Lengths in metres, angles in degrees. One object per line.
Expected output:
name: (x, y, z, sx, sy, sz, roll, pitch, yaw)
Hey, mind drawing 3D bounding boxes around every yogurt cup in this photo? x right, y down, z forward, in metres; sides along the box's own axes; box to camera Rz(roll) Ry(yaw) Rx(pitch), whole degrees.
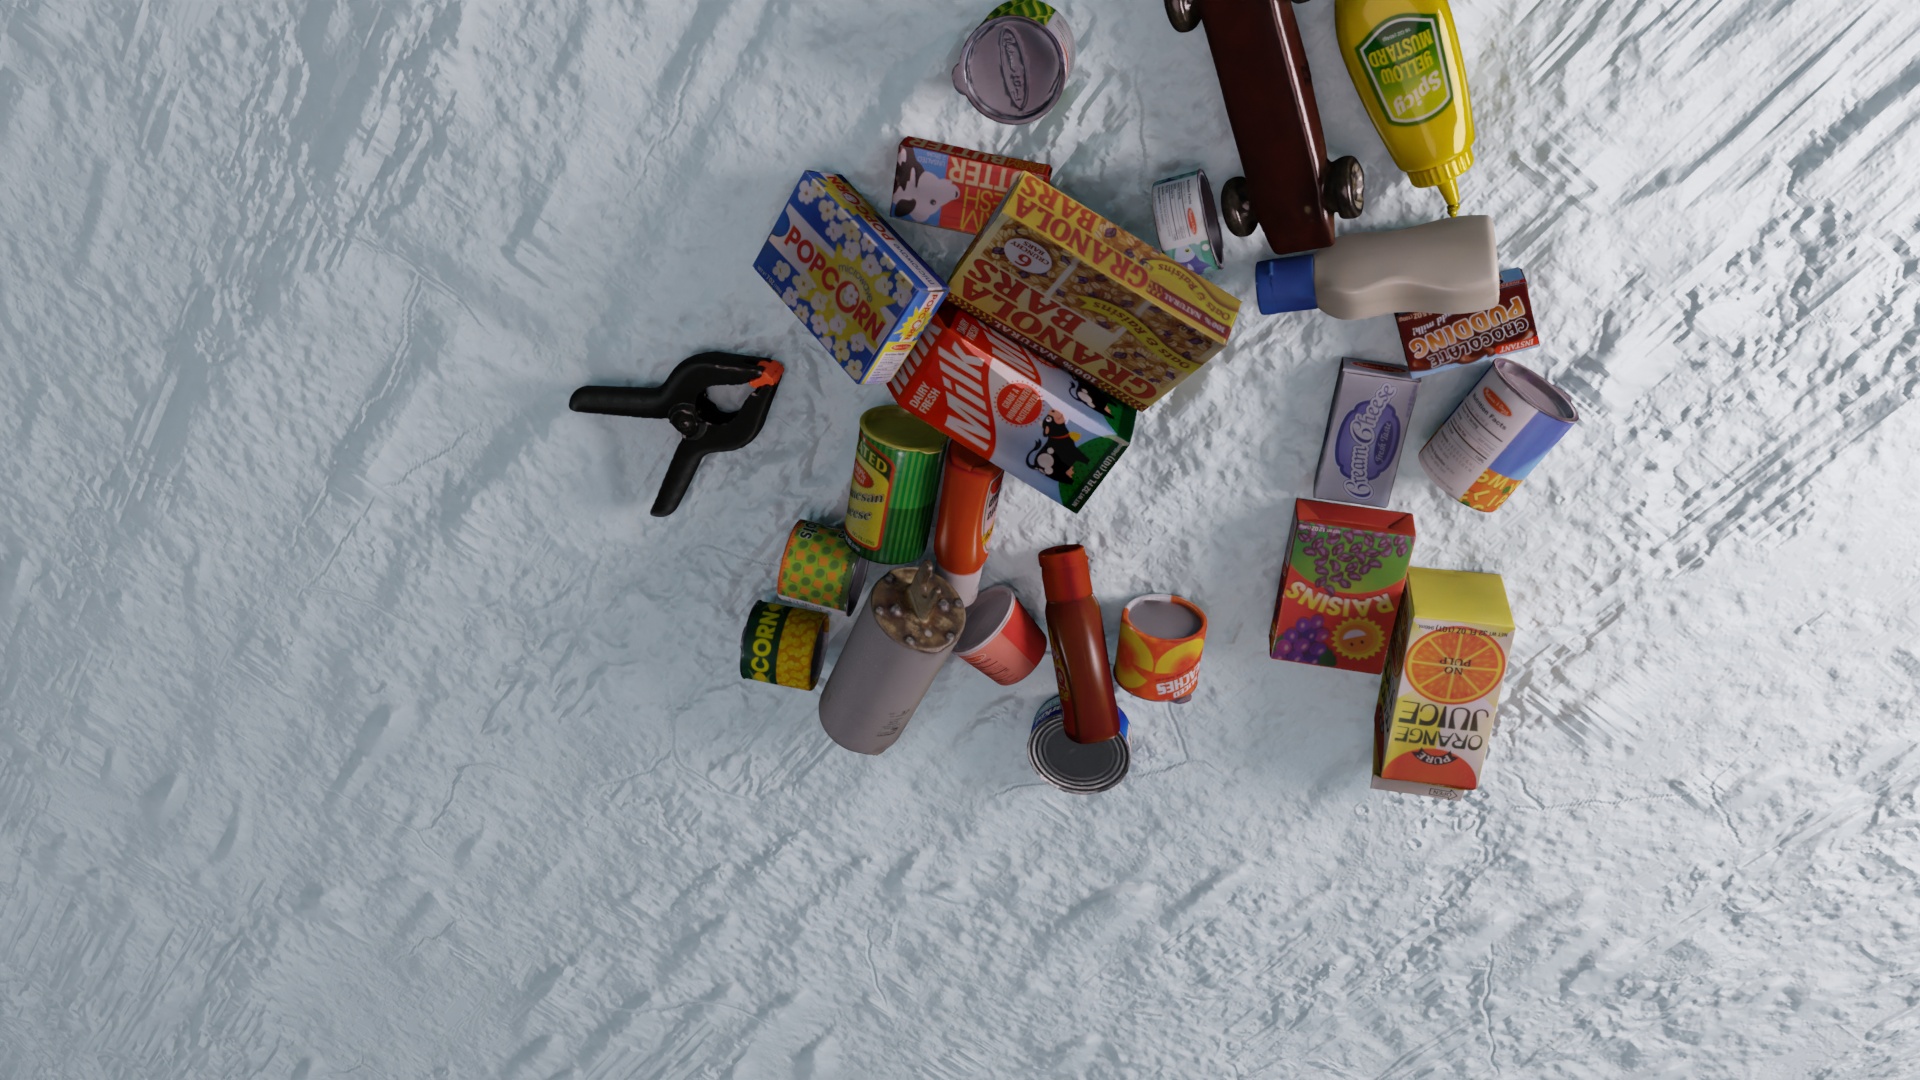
yogurt cup: (0.031, 0.078, 1.097, 0.072, 0.073, 0.054, -32, 117, 27)

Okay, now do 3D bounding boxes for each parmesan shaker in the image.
parmesan shaker: (-0.048, -0.040, 1.038, 0.071, 0.072, 0.102, 14, 122, 4)

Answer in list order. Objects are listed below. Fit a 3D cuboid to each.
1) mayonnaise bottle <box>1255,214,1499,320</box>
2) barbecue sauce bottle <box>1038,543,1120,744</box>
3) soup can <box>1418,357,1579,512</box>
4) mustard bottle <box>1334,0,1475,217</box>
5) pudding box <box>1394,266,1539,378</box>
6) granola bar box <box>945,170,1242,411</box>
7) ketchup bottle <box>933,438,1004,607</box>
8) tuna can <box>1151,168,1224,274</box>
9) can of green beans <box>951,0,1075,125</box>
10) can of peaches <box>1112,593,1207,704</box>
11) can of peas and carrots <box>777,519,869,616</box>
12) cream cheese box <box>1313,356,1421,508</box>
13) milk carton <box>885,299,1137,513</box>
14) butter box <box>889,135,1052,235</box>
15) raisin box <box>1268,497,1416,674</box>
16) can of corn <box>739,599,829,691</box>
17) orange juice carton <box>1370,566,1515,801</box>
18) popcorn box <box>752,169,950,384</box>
mayonnaise bottle: (0.268, -0.172, 0.899, 0.148, 0.065, 0.041, -4, 148, 19)
barbecue sauce bottle: (0.090, 0.078, 1.073, 0.044, 0.065, 0.148, -11, 99, -3)
soup can: (0.363, -0.070, 0.936, 0.071, 0.072, 0.083, 28, 123, -5)
mustard bottle: (0.279, -0.268, 0.844, 0.065, 0.049, 0.159, -19, 115, 24)
pudding box: (0.333, -0.143, 0.918, 0.083, 0.030, 0.049, -13, 118, 19)
granola bar box: (0.083, -0.160, 0.918, 0.165, 0.039, 0.123, 29, 157, -9)
ketchup bottle: (0.004, -0.013, 1.051, 0.043, 0.065, 0.148, 15, 131, 6)
tuna can: (0.149, -0.204, 0.903, 0.033, 0.071, 0.070, -11, 118, 19)
can of green beans: (0.037, -0.301, 0.871, 0.071, 0.058, 0.071, 5, 122, 9)
can of peaches: (0.155, 0.083, 1.069, 0.071, 0.071, 0.057, 8, 121, 7)
can of peas and carrots: (-0.106, 0.019, 1.090, 0.059, 0.071, 0.070, 14, 122, 4)
cream cheese box: (0.283, -0.074, 0.974, 0.053, 0.024, 0.103, 9, 122, 7)
milk carton: (0.026, -0.108, 0.980, 0.190, 0.074, 0.072, 31, 122, -6)
butter box: (0.007, -0.235, 0.937, 0.103, 0.024, 0.052, 13, 123, 5)
raisin box: (0.281, 0.035, 1.031, 0.086, 0.040, 0.122, 7, 120, 7)
can of corn: (-0.143, 0.086, 1.135, 0.058, 0.071, 0.070, 10, 122, 5)
orange juice carton: (0.358, 0.119, 1.045, 0.072, 0.073, 0.191, 5, 122, 9)
popcorn box: (-0.076, -0.179, 0.947, 0.127, 0.038, 0.084, 49, 124, 19)
